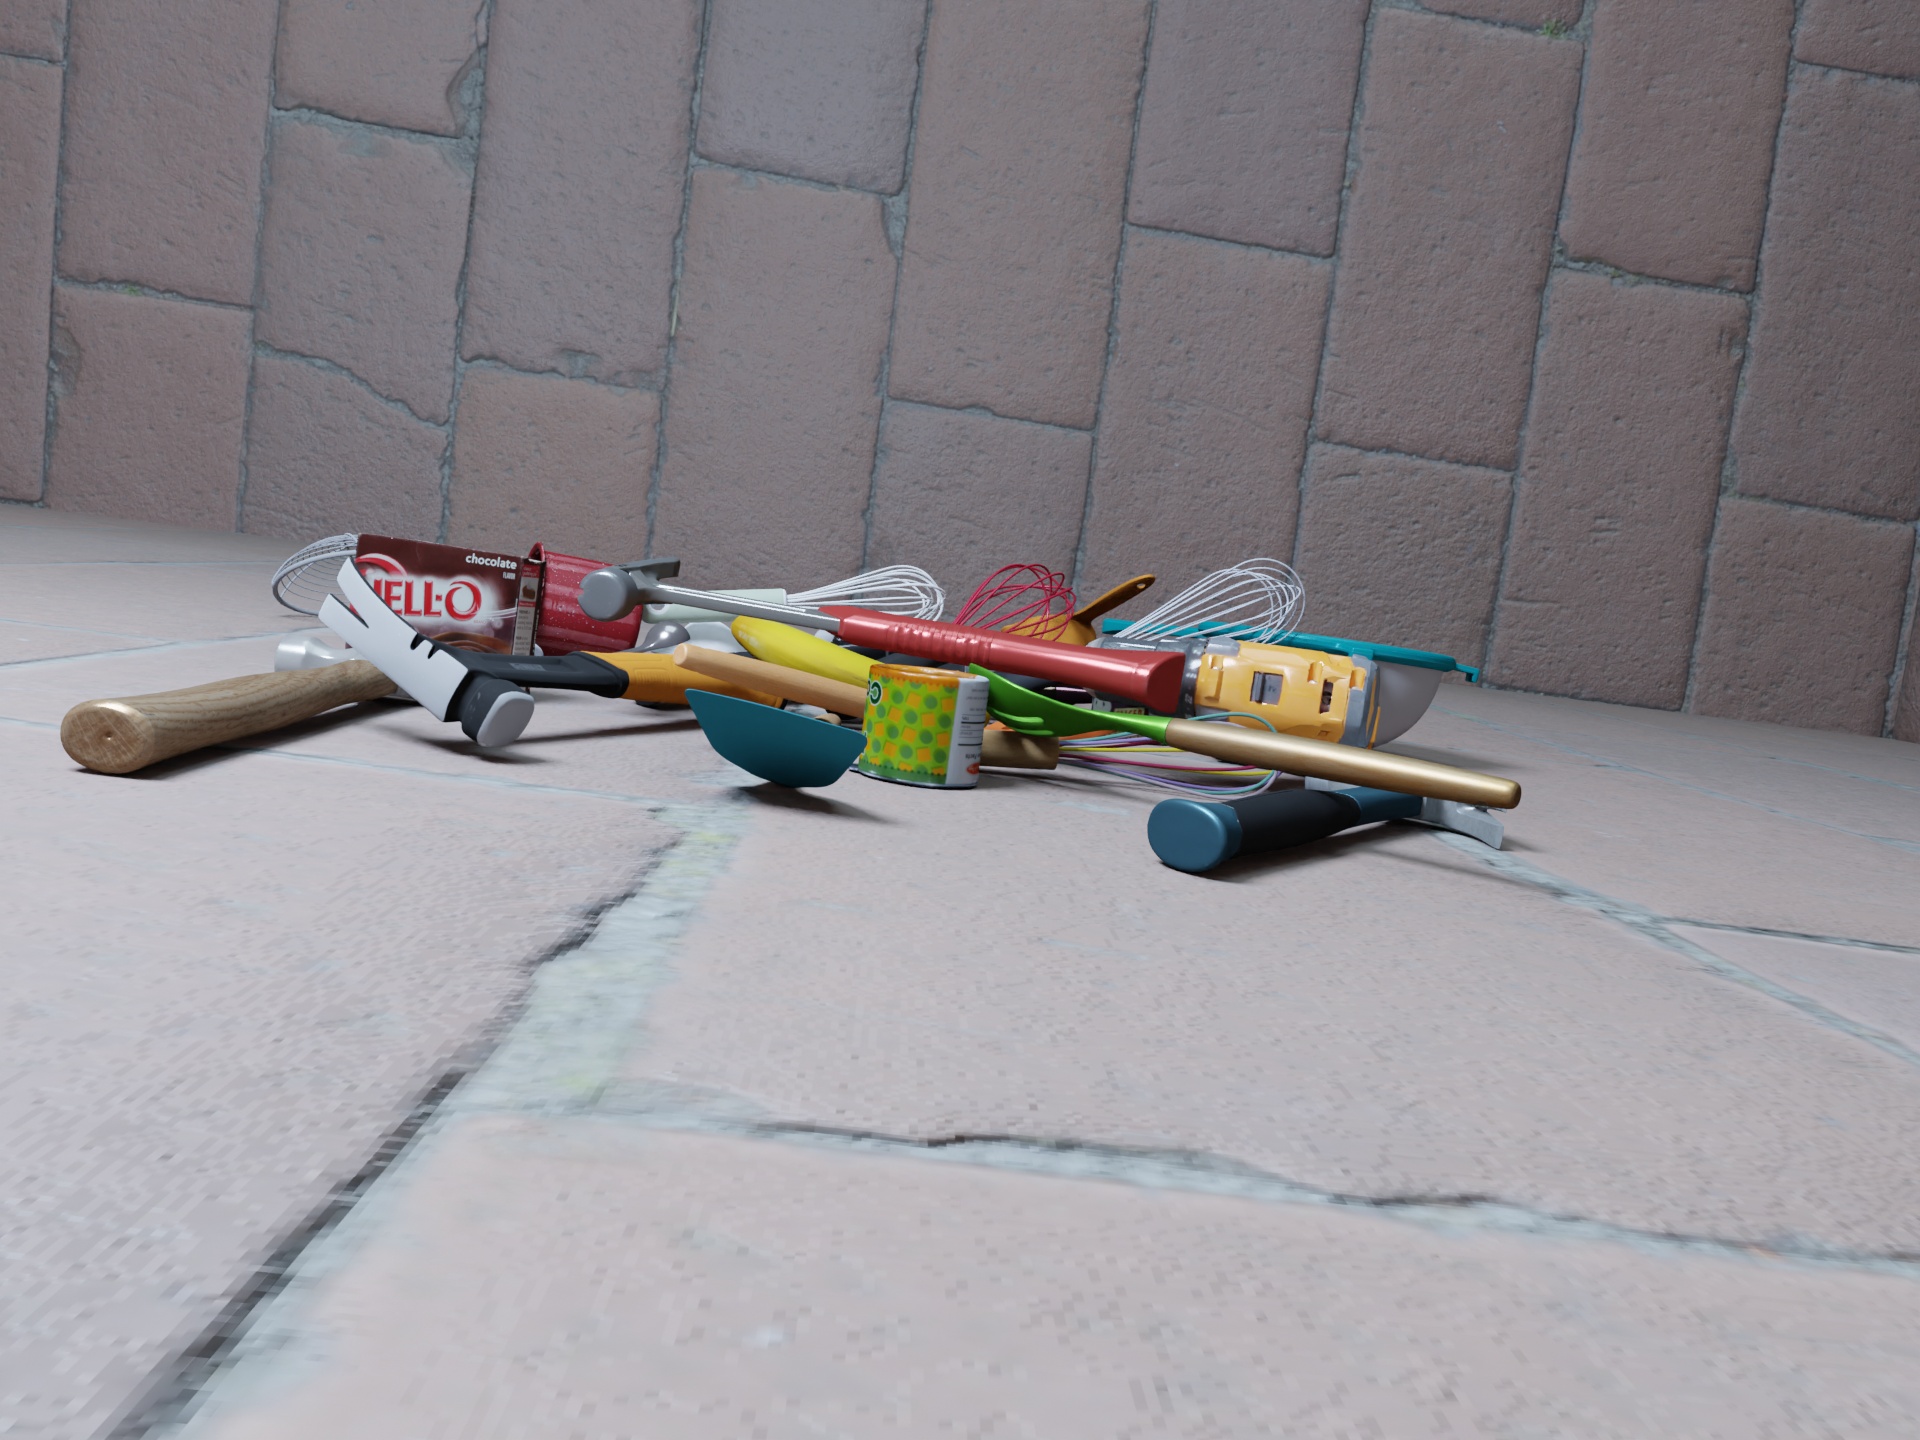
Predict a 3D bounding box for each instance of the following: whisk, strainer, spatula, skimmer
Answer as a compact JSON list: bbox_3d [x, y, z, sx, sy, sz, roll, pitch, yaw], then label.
[{"bbox_3d":[0.078,0.017,0.926,0.245,0.051,0.047,3,12,-8],"label":"whisk"},{"bbox_3d":[0.251,-0.031,1.367,0.340,0.095,0.211,10,4,44],"label":"strainer"},{"bbox_3d":[-0.003,-0.059,1.189,0.073,0.073,0.296,11,26,35],"label":"whisk"},{"bbox_3d":[-0.035,-0.013,0.957,0.322,0.041,0.081,15,-1,-43],"label":"spatula"},{"bbox_3d":[-0.207,-0.047,1.226,0.087,0.050,0.258,10,9,-2],"label":"strainer"},{"bbox_3d":[-0.081,0.004,0.840,0.082,0.044,0.317,14,4,0],"label":"spatula"},{"bbox_3d":[-0.132,-0.093,1.264,0.246,0.058,0.059,-2,-19,-9],"label":"whisk"},{"bbox_3d":[0.127,-0.055,1.225,0.284,0.070,0.070,-19,3,6],"label":"whisk"},{"bbox_3d":[-0.433,-0.075,1.266,0.127,0.090,0.364,5,16,-45],"label":"skimmer"}]

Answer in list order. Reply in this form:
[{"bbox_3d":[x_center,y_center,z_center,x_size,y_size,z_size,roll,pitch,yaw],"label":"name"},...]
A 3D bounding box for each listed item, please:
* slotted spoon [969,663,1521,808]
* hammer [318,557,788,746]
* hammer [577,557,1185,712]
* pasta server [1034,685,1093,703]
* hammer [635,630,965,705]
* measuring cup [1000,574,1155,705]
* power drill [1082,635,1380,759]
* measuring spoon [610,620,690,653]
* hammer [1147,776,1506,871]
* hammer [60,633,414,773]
[{"bbox_3d":[0.130,0.010,0.819,0.314,0.031,0.070,11,-12,36],"label":"slotted spoon"},{"bbox_3d":[-0.199,-0.028,0.898,0.127,0.034,0.336,34,11,20],"label":"hammer"},{"bbox_3d":[-0.042,-0.055,0.980,0.359,0.036,0.149,10,10,8],"label":"hammer"},{"bbox_3d":[0.050,-0.015,1.299,0.316,0.040,0.060,2,7,-11],"label":"pasta server"},{"bbox_3d":[-0.122,-0.040,1.165,0.146,0.035,0.334,5,8,27],"label":"hammer"},{"bbox_3d":[0.101,-0.062,1.315,0.095,0.052,0.173,17,-34,-36],"label":"measuring cup"},{"bbox_3d":[0.188,-0.015,1.059,0.185,0.084,0.226,9,-2,18],"label":"power drill"},{"bbox_3d":[-0.254,-0.054,1.165,0.124,0.018,0.034,-19,17,-38],"label":"measuring spoon"},{"bbox_3d":[0.184,0.047,0.809,0.128,0.033,0.331,10,6,33],"label":"hammer"},{"bbox_3d":[-0.317,-0.011,0.755,0.130,0.031,0.331,7,6,-1],"label":"hammer"}]
